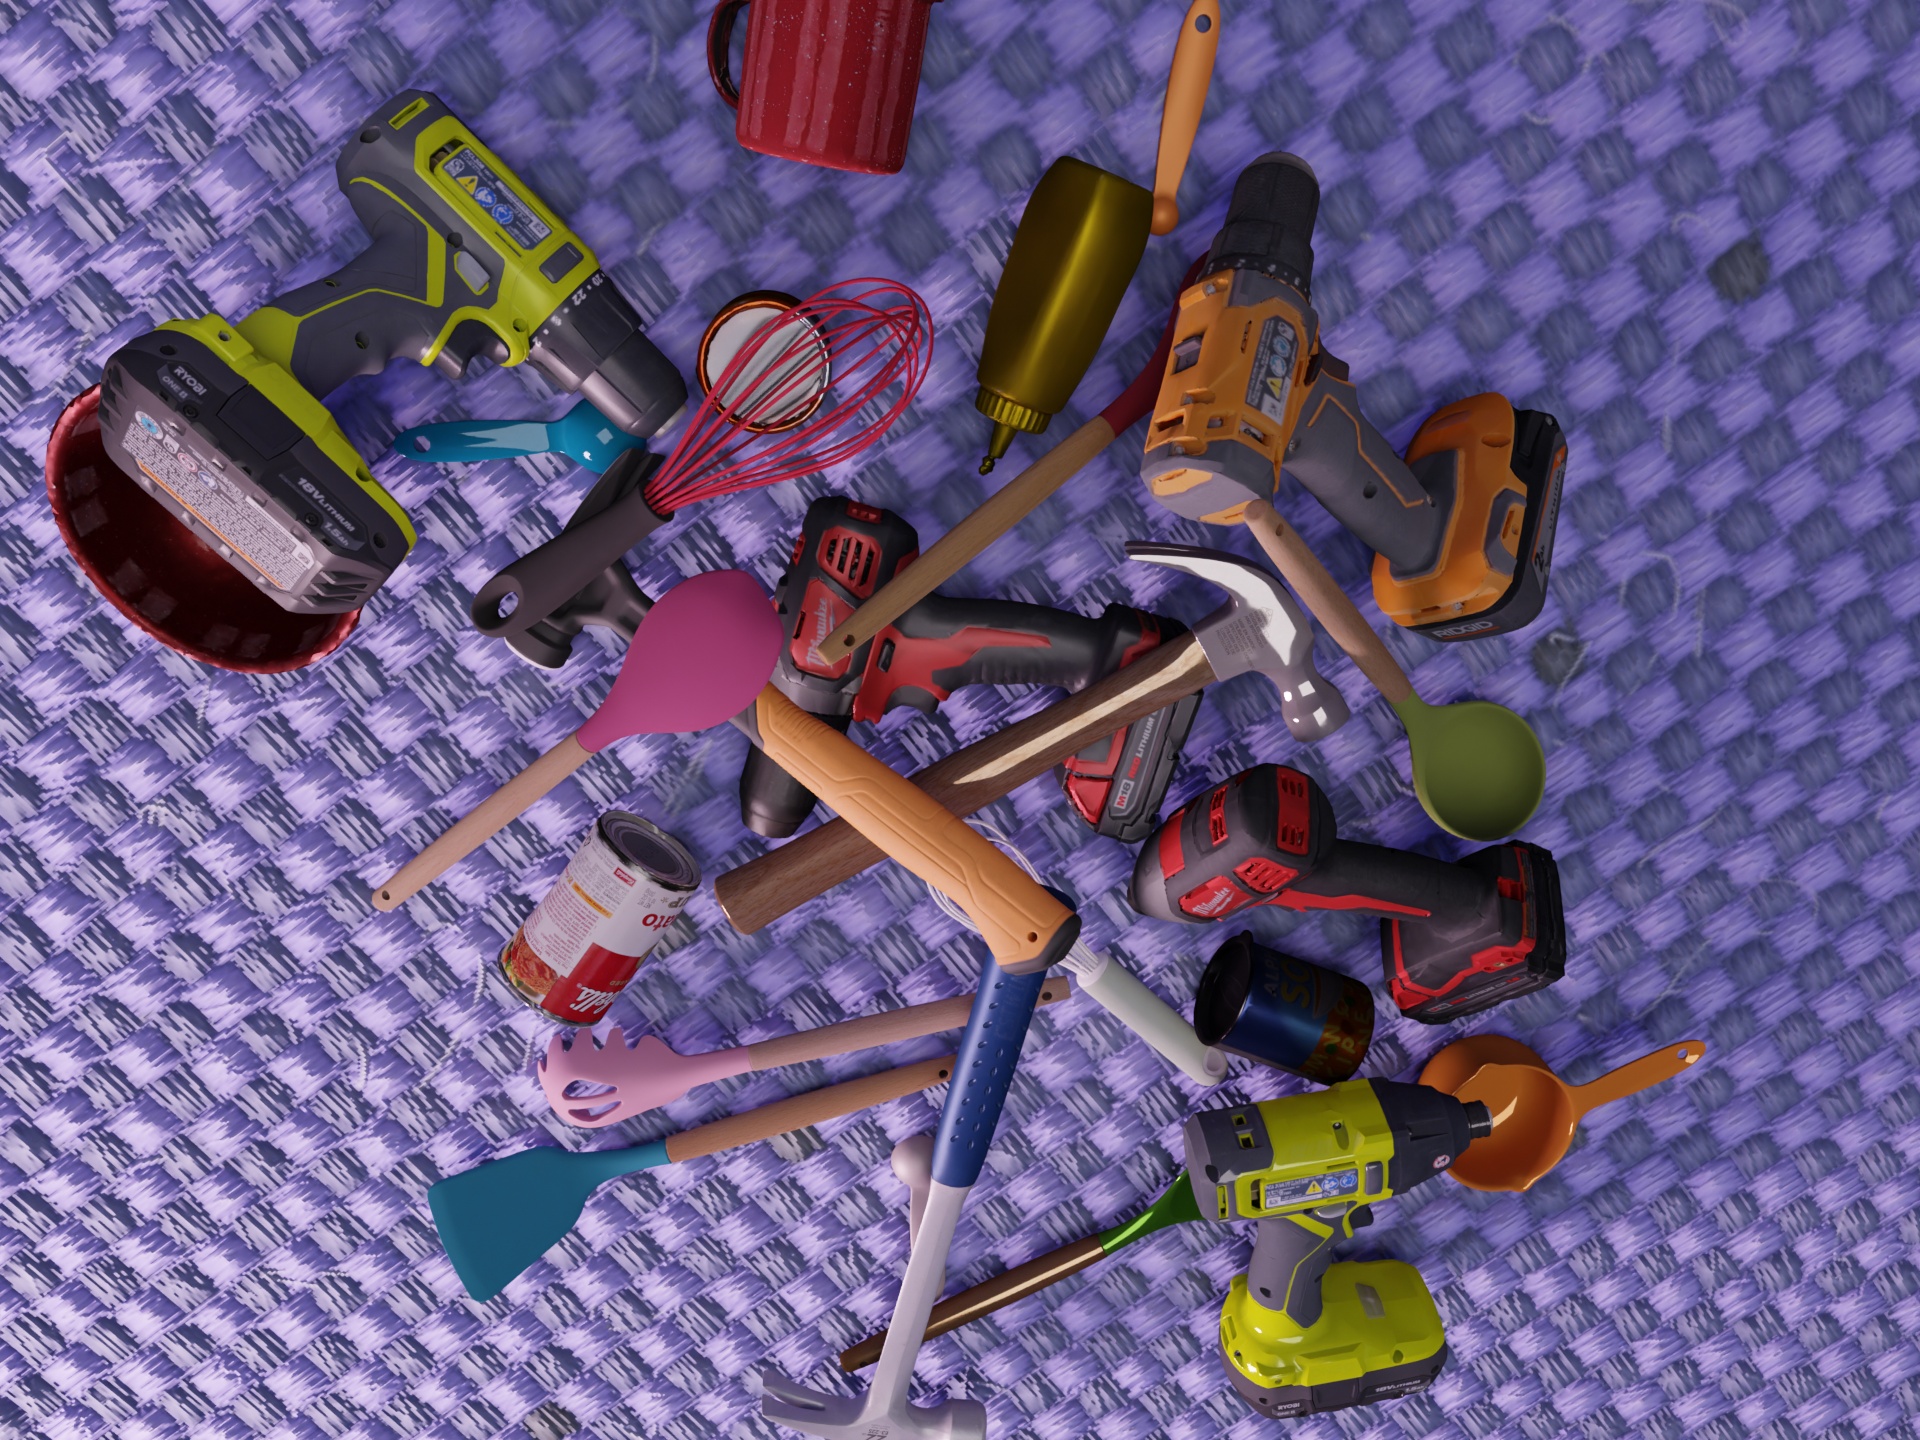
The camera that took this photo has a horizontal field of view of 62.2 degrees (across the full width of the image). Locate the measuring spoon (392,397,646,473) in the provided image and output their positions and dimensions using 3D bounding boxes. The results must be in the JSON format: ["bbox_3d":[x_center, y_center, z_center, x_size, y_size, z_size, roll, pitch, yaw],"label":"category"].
[{"bbox_3d":[-0.226,-0.143,0.812,0.128,0.021,0.042,-4,108,-5],"label":"measuring spoon"}]

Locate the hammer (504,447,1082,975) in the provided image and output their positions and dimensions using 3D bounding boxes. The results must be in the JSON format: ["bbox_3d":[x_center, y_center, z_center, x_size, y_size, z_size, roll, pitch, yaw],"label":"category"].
[{"bbox_3d":[-0.076,0.003,0.786,0.337,0.034,0.127,37,102,15],"label":"hammer"}]

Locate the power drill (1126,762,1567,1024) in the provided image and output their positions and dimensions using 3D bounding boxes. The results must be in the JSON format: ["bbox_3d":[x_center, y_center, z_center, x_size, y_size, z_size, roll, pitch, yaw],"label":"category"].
[{"bbox_3d":[0.203,0.095,0.862,0.219,0.079,0.143,18,148,-21],"label":"power drill"}]

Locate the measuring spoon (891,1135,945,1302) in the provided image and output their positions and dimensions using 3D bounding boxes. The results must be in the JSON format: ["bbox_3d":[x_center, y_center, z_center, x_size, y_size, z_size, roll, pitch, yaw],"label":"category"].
[{"bbox_3d":[-0.021,0.313,0.982,0.034,0.018,0.124,-6,110,-4],"label":"measuring spoon"}]

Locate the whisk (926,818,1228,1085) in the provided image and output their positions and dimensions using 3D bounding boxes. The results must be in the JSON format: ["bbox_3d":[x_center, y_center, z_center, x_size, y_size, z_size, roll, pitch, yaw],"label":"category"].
[{"bbox_3d":[0.070,0.140,0.922,0.246,0.059,0.058,41,61,-20],"label":"whisk"}]

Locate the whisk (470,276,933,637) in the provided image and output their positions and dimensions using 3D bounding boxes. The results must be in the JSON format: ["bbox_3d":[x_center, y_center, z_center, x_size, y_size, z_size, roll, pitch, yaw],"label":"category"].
[{"bbox_3d":[-0.131,-0.115,0.757,0.296,0.073,0.073,-29,109,25],"label":"whisk"}]

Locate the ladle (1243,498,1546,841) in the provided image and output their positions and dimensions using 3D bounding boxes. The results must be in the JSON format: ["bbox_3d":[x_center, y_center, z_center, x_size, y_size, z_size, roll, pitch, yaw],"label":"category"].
[{"bbox_3d":[0.223,-0.023,0.802,0.319,0.062,0.078,37,80,-47],"label":"ladle"}]

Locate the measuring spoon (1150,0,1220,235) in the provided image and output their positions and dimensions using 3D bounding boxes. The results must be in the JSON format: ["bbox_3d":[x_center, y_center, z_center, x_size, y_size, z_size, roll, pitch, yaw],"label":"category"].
[{"bbox_3d":[0.112,-0.303,0.796,0.021,0.011,0.117,9,107,-8],"label":"measuring spoon"}]

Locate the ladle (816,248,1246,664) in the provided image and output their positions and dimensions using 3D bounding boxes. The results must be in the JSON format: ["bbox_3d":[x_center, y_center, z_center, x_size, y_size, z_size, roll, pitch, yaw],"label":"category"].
[{"bbox_3d":[0.051,-0.131,0.787,0.315,0.031,0.069,-40,113,-10],"label":"ladle"}]

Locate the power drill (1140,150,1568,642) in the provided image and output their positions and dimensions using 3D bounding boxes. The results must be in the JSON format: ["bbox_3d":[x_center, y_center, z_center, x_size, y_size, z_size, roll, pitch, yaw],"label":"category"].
[{"bbox_3d":[0.197,-0.156,0.783,0.226,0.084,0.185,24,71,-28],"label":"power drill"}]

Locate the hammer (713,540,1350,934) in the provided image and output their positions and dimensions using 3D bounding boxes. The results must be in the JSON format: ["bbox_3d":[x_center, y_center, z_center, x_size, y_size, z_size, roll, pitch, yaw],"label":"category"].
[{"bbox_3d":[0.021,0.019,0.805,0.331,0.031,0.130,-28,105,9],"label":"hammer"}]

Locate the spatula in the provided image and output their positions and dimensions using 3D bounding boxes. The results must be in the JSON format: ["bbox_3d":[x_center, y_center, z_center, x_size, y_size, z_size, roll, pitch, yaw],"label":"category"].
[{"bbox_3d":[-0.147,0.254,0.939,0.317,0.044,0.082,-17,105,-1],"label":"spatula"}]

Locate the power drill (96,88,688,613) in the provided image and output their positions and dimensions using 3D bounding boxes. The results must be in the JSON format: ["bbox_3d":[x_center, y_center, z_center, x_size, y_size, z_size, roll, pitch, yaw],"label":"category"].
[{"bbox_3d":[-0.244,-0.157,0.723,0.190,0.229,0.080,45,143,-16],"label":"power drill"}]

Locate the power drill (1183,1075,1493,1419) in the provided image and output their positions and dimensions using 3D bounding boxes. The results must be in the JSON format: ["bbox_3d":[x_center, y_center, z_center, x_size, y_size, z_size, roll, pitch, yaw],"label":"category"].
[{"bbox_3d":[0.226,0.308,0.943,0.171,0.080,0.223,-10,123,-1],"label":"power drill"}]

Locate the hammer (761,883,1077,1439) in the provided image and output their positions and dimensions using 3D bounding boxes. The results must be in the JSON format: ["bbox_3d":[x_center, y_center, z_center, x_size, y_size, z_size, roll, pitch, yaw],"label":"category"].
[{"bbox_3d":[-0.012,0.272,0.917,0.144,0.035,0.405,10,114,-11],"label":"hammer"}]

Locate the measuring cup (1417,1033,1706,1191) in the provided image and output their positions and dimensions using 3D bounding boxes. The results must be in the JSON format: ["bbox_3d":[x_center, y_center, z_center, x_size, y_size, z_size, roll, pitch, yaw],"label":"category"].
[{"bbox_3d":[0.362,0.220,0.971,0.173,0.052,0.095,-22,109,0],"label":"measuring cup"}]

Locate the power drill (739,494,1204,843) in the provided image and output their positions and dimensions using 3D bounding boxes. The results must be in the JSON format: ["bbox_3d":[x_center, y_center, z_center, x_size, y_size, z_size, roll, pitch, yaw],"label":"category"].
[{"bbox_3d":[-0.001,-0.003,0.853,0.226,0.080,0.188,17,106,-7],"label":"power drill"}]

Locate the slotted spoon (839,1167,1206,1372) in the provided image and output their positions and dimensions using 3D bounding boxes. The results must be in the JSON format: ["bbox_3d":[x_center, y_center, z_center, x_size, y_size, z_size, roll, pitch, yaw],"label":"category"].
[{"bbox_3d":[0.065,0.336,0.991,0.314,0.031,0.070,-27,126,5],"label":"slotted spoon"}]

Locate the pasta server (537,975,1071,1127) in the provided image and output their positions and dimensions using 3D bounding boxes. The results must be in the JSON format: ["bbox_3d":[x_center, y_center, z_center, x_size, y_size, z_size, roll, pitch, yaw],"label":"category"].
[{"bbox_3d":[-0.092,0.183,0.910,0.316,0.040,0.060,-13,109,4],"label":"pasta server"}]

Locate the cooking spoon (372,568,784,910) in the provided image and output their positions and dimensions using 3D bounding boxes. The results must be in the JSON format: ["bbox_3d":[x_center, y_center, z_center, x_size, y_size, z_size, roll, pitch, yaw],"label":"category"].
[{"bbox_3d":[-0.207,0.023,0.815,0.319,0.017,0.069,-34,87,28],"label":"cooking spoon"}]
